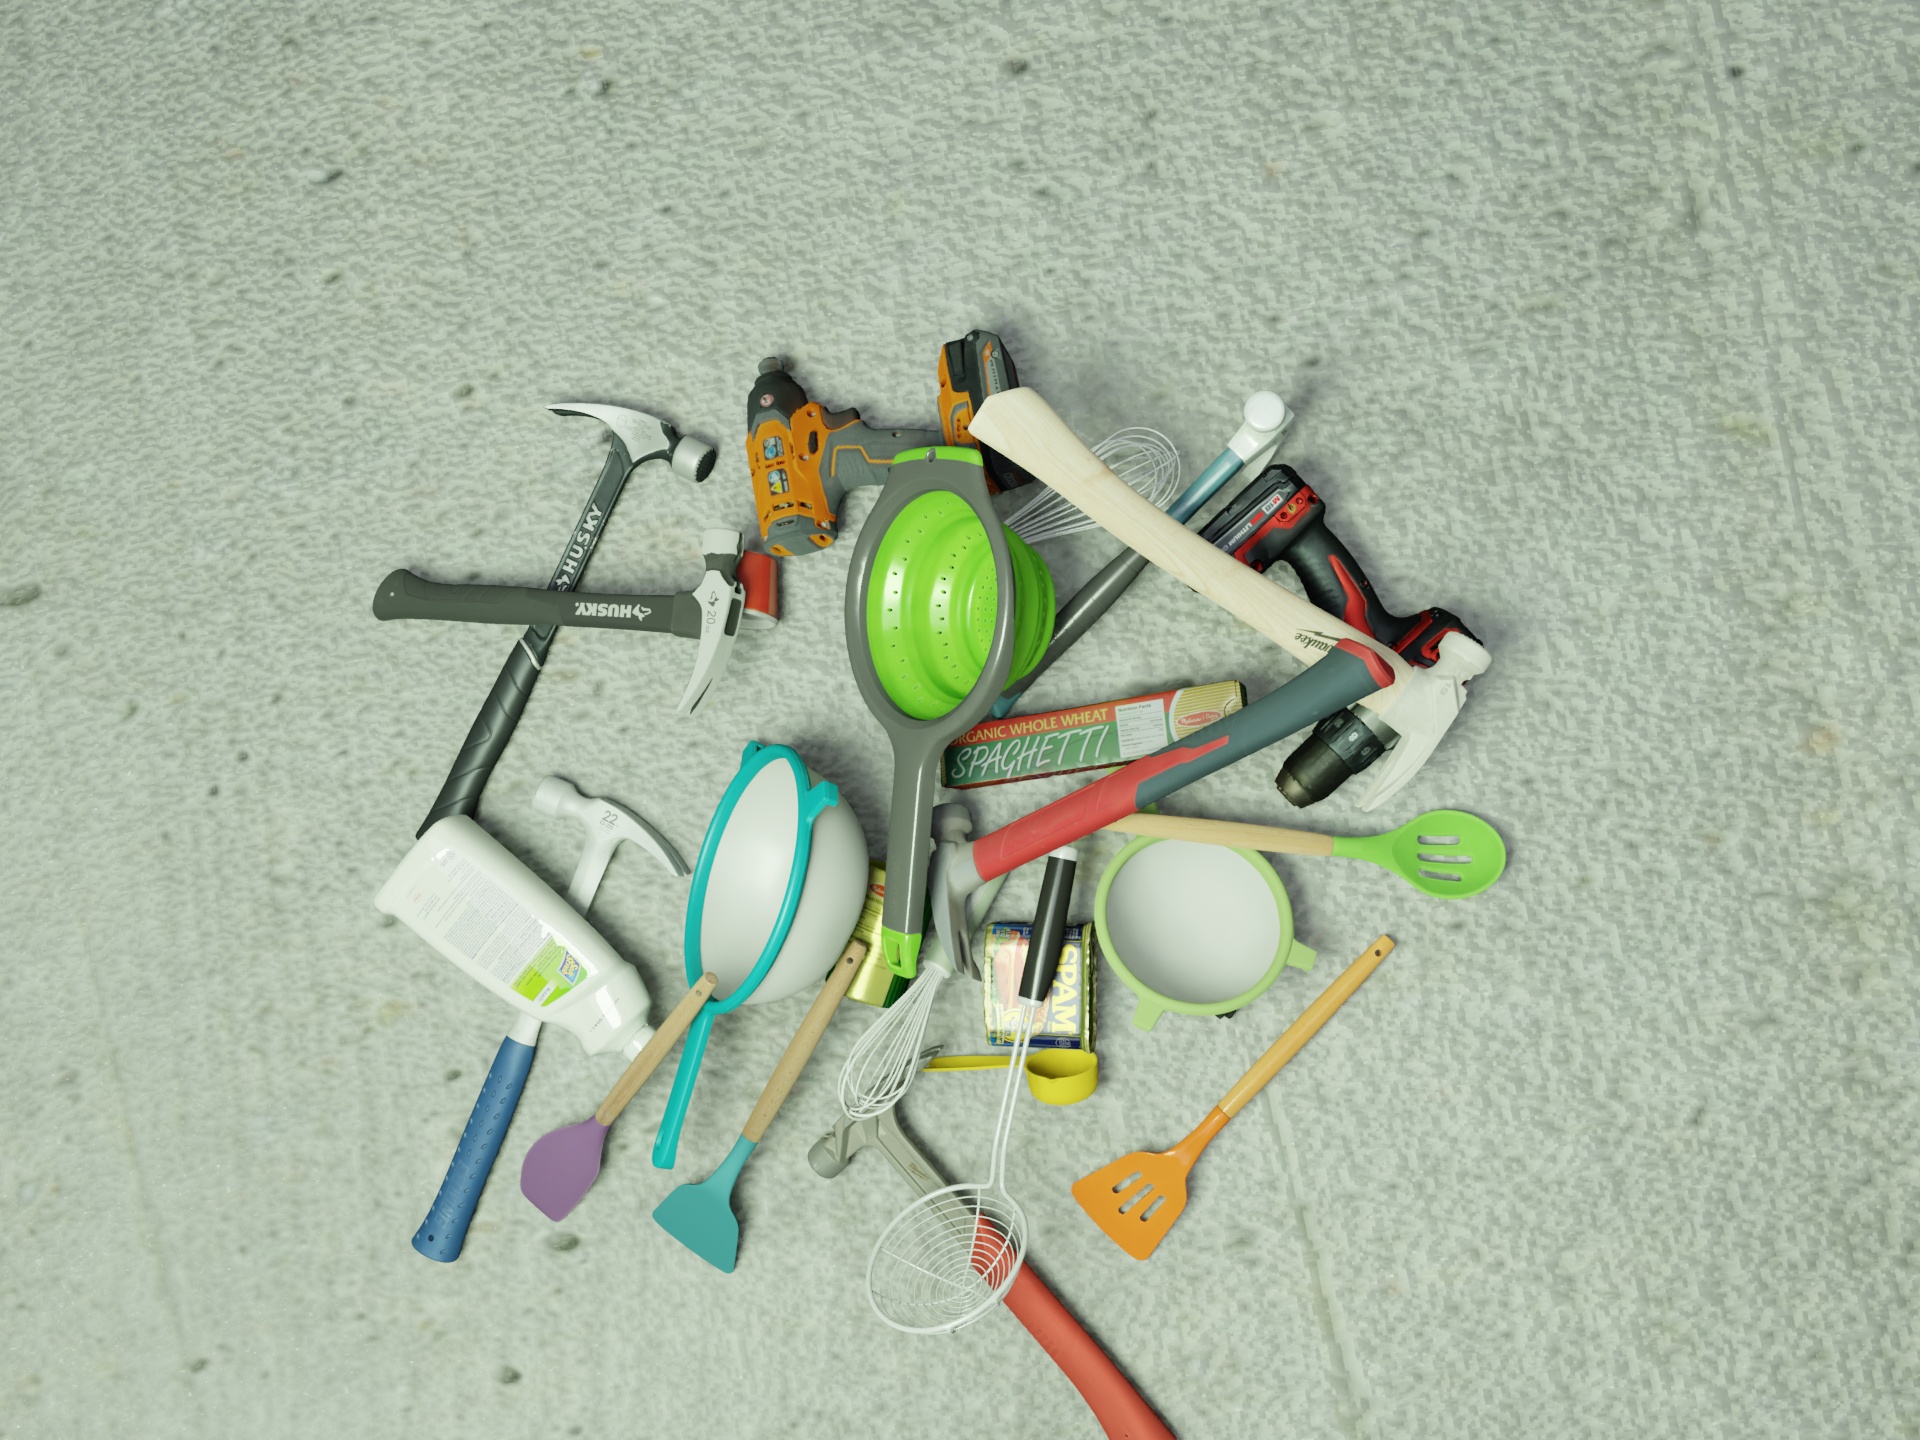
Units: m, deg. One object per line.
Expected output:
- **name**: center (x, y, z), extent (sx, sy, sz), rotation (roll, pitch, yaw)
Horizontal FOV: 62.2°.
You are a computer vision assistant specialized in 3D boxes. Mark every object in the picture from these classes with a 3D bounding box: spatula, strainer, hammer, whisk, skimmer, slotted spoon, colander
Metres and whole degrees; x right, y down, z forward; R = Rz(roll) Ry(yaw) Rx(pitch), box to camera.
- **spatula**: center (-0.152, 0.304, 1.260), extent (0.082, 0.044, 0.317), rotation (32, 102, 11)
- **strainer**: center (0.154, 0.116, 1.242), extent (0.151, 0.069, 0.257), rotation (-18, 65, -12)
- **hammer**: center (0.131, -0.122, 1.234), extent (0.331, 0.128, 0.033), rotation (-45, 82, 14)
- **hammer**: center (0.178, -0.099, 1.151), extent (0.410, 0.038, 0.146), rotation (34, 92, -4)
- **spatula**: center (0.221, 0.286, 1.242), extent (0.081, 0.041, 0.322), rotation (44, 90, 8)
- **whisk**: center (0.046, -0.152, 1.272), extent (0.284, 0.070, 0.070), rotation (-25, 84, 12)
- **spatula**: center (-0.273, 0.298, 1.258), extent (0.060, 0.018, 0.315), rotation (41, 119, 3)
- **whisk**: center (-0.023, 0.199, 1.235), extent (0.058, 0.059, 0.246), rotation (12, 62, 40)
- **skimmer**: center (0.020, 0.265, 1.177), extent (0.127, 0.090, 0.363), rotation (7, 82, 45)
- **strainer**: center (-0.150, 0.192, 1.239), extent (0.095, 0.211, 0.340), rotation (17, 92, -27)
- **hammer**: center (-0.333, -0.086, 1.290), extent (0.335, 0.035, 0.146), rotation (4, 86, 19)
- **slotted spoon**: center (0.257, 0.090, 1.210), extent (0.313, 0.031, 0.070), rotation (6, 72, -3)
- **hammer**: center (-0.358, -0.077, 1.338), extent (0.149, 0.036, 0.409), rotation (27, 92, 10)
- **hammer**: center (0.136, 0.057, 1.146), extent (0.386, 0.038, 0.143), rotation (-29, 52, 26)
- **hammer**: center (-0.357, 0.259, 1.324), extent (0.144, 0.035, 0.405), rotation (23, 91, 9)
- **hammer**: center (0.044, 0.429, 1.245), extent (0.149, 0.036, 0.359), rotation (-44, 84, 19)
- **colander**: center (-0.002, -0.004, 1.209), extent (0.205, 0.094, 0.397), rotation (11, 97, 52)

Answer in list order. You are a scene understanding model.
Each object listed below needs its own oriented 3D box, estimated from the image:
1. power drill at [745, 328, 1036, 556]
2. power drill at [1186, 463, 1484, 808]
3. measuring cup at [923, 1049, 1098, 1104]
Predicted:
- **power drill**: center (-0.065, -0.236, 1.276), extent (0.226, 0.084, 0.164), rotation (-14, 79, 12)
- **power drill**: center (0.263, -0.063, 1.223), extent (0.188, 0.080, 0.227), rotation (-44, 85, 5)
- **measuring cup**: center (0.034, 0.283, 1.262), extent (0.156, 0.062, 0.029), rotation (-5, 103, 20)
